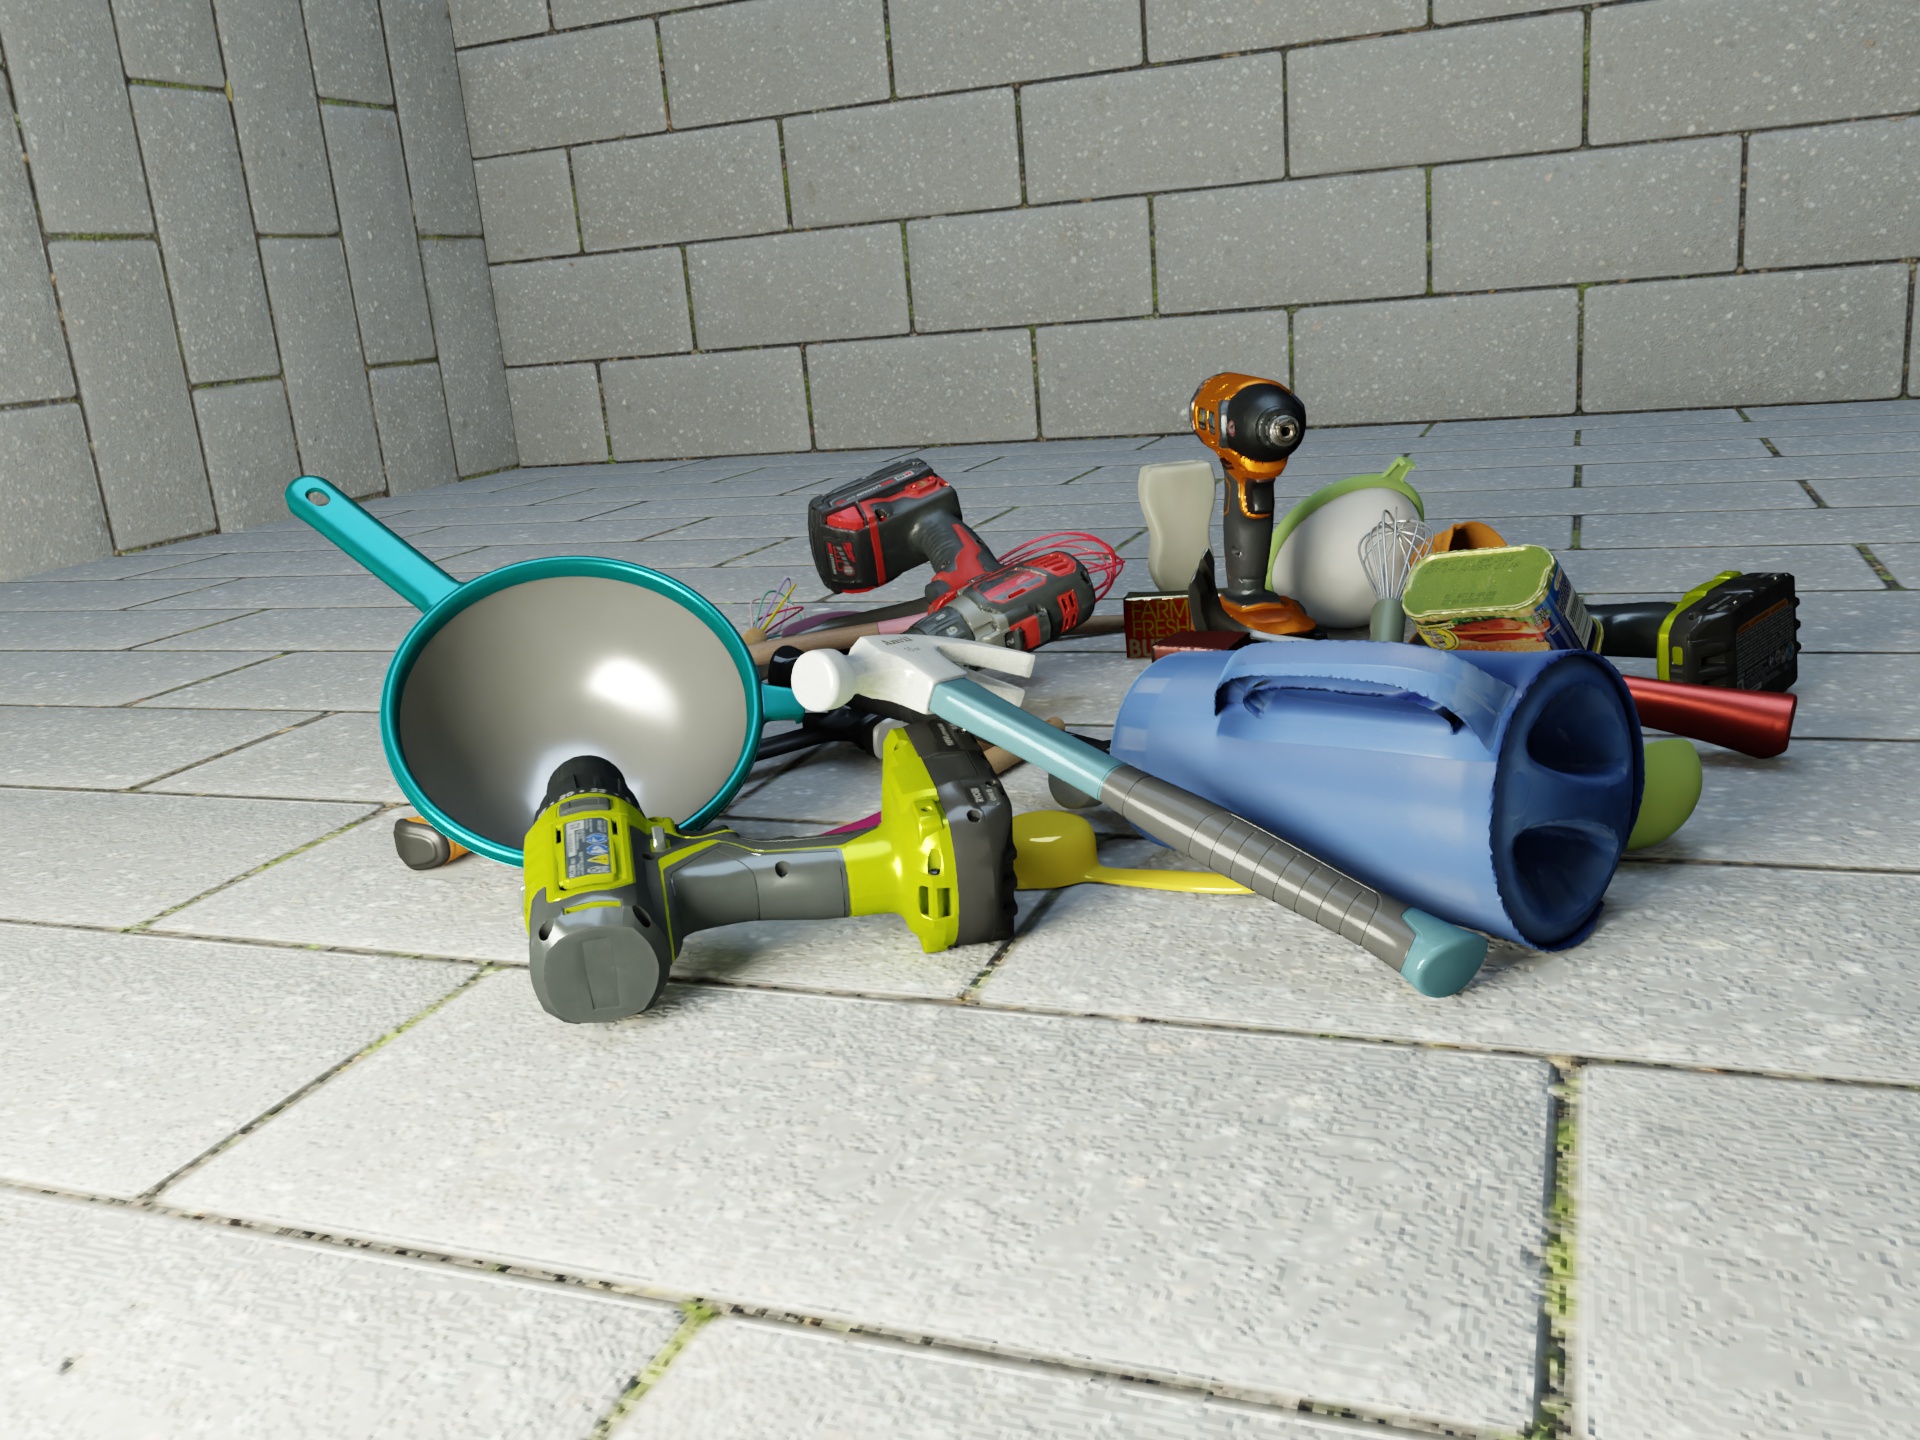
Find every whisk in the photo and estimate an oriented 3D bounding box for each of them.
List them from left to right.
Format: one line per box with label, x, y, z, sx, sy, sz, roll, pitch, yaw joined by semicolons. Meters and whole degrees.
whisk;-0.183;-0.077;1.456;0.047;0.051;0.245;-23;15;14
whisk;-0.004;-0.097;1.300;0.296;0.073;0.073;-15;17;-11
whisk;0.318;-0.085;1.181;0.059;0.057;0.246;-6;34;24

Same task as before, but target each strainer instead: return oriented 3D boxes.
strainer;-0.273;-0.024;0.946;0.340;0.095;0.211;36;58;14
strainer;0.282;-0.105;1.323;0.256;0.151;0.069;-24;50;-1

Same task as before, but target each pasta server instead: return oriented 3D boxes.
pasta server;-0.089;-0.057;1.246;0.316;0.040;0.060;-11;16;-3

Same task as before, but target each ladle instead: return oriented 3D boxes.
ladle;0.294;0.014;0.920;0.078;0.062;0.320;-10;13;-18

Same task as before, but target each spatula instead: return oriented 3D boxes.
spatula;0.002;-0.078;1.386;0.316;0.059;0.018;-4;46;-11

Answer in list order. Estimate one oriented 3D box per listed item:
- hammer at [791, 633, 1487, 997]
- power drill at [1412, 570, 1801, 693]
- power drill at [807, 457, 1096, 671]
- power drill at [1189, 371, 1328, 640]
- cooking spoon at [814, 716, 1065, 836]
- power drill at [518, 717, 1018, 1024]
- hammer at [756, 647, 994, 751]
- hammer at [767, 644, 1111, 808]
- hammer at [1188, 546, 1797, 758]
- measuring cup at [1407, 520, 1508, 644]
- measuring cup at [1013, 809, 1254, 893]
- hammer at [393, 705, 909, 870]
hammer;0.082;0.036;0.737;0.331;0.033;0.128;28;24;28
power drill;0.433;-0.053;1.090;0.171;0.080;0.223;-22;19;-38
power drill;-0.032;-0.102;1.201;0.188;0.080;0.227;-27;42;-22
power drill;0.220;-0.139;1.176;0.084;0.226;0.164;-6;15;-4
cooking spoon;-0.019;0.046;0.968;0.069;0.017;0.319;6;19;32
power drill;-0.100;0.060;0.785;0.228;0.080;0.191;-7;26;-11
hammer;-0.057;-0.023;1.216;0.130;0.031;0.331;-14;18;-28
hammer;-0.002;-0.003;1.009;0.335;0.035;0.146;16;14;41
hammer;0.320;-0.033;0.993;0.359;0.149;0.037;11;61;30
measuring cup;0.375;-0.087;1.257;0.174;0.095;0.052;-43;12;-31
measuring cup;0.087;0.069;0.825;0.156;0.029;0.062;2;17;32
hammer;-0.202;0.035;1.040;0.337;0.034;0.127;-16;19;-34
